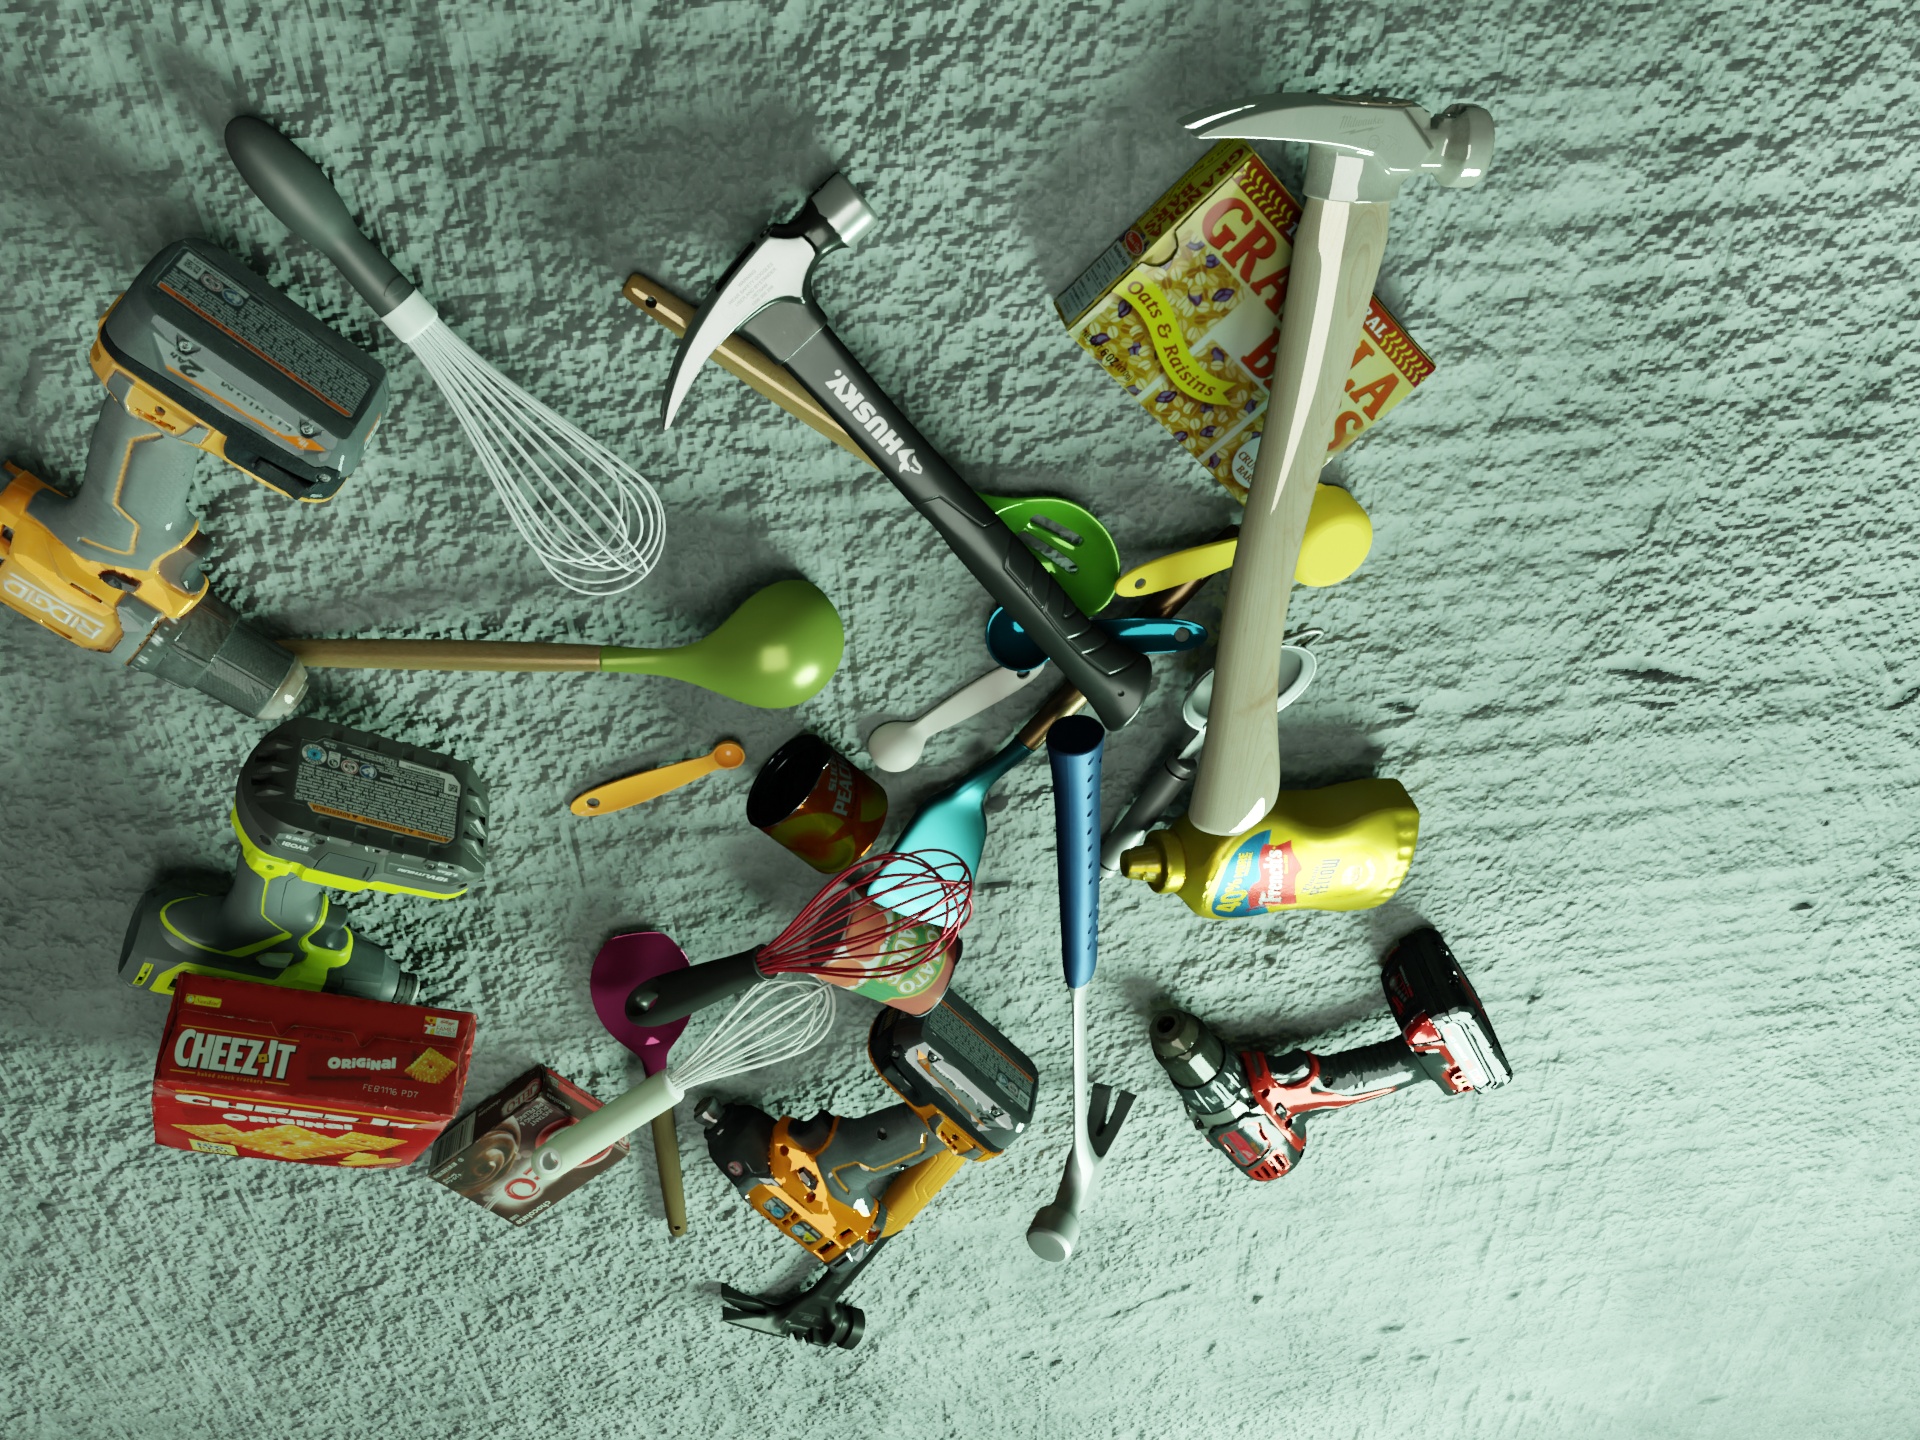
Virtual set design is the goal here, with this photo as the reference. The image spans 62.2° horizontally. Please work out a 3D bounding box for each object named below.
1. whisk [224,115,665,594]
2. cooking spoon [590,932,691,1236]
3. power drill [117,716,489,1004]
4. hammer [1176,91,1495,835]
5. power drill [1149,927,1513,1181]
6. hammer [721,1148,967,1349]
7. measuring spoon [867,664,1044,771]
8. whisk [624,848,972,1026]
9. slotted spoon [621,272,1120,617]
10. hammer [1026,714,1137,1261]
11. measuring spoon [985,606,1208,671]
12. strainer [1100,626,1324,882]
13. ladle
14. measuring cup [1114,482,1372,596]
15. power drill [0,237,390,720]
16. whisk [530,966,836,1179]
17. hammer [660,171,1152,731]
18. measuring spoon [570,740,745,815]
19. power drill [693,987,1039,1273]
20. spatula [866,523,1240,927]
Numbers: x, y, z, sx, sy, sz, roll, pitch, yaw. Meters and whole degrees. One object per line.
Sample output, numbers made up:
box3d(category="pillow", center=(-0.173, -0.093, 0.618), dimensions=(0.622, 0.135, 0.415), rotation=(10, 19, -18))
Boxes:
box3d(category="whisk", center=(-0.246, -0.174, 0.780), dimensions=(0.070, 0.070, 0.284), rotation=(-31, 120, 14))
box3d(category="cooking spoon", center=(-0.215, 0.266, 1.134), dimensions=(0.068, 0.017, 0.318), rotation=(-6, 127, -9))
box3d(category="power drill", center=(-0.373, 0.103, 0.935), dimensions=(0.171, 0.080, 0.223), rotation=(19, 134, -31))
box3d(category="hammer", center=(0.158, -0.113, 0.836), dimensions=(0.146, 0.038, 0.410), rotation=(-1, 122, -11))
box3d(category="power drill", center=(0.262, 0.238, 1.156), dimensions=(0.226, 0.080, 0.187), rotation=(-28, 125, 16))
box3d(category="hammer", center=(-0.058, 0.377, 1.232), dimensions=(0.127, 0.034, 0.336), rotation=(23, 120, -25))
box3d(category="measuring spoon", center=(-0.002, -0.003, 0.966), dimensions=(0.124, 0.018, 0.034), rotation=(-31, 125, 13))
box3d(category="whisk", center=(-0.106, 0.143, 0.980), dimensions=(0.296, 0.073, 0.073), rotation=(-24, 129, 33))
box3d(category="slotted spoon", center=(-0.041, -0.145, 0.849), dimensions=(0.313, 0.031, 0.070), rotation=(30, 109, -25))
box3d(category="hammer", center=(0.079, 0.172, 1.046), dimensions=(0.035, 0.144, 0.405), rotation=(12, 127, 21))
box3d(category="measuring spoon", center=(0.079, -0.050, 0.928), dimensions=(0.128, 0.021, 0.042), rotation=(0, 100, 5))
box3d(category="strainer", center=(0.140, 0.020, 0.993), dimensions=(0.086, 0.050, 0.258), rotation=(5, 133, -33))
box3d(category="ladle", center=(-0.226, -0.043, 0.894), dimensions=(0.320, 0.062, 0.078), rotation=(1, 129, -1))
box3d(category="measuring cup", center=(0.163, -0.089, 0.901), dimensions=(0.156, 0.029, 0.062), rotation=(-17, 132, -13))
box3d(category="power drill", center=(-0.372, -0.101, 0.785), dimensions=(0.185, 0.084, 0.226), rotation=(37, 123, -27))
box3d(category="whisk", center=(-0.190, 0.244, 1.085), dimensions=(0.246, 0.059, 0.058), rotation=(-32, 84, 5))
box3d(category="hammer", center=(-0.010, -0.109, 0.839), dimensions=(0.146, 0.035, 0.334), rotation=(-41, 117, 7))
box3d(category="measuring spoon", center=(-0.186, 0.035, 0.972), dimensions=(0.117, 0.011, 0.021), rotation=(-19, 127, 10))
box3d(category="power drill", center=(-0.074, 0.282, 1.123), dimensions=(0.164, 0.084, 0.226), rotation=(43, 116, -12))
box3d(category="spatula", center=(0.062, 0.004, 0.966), dimensions=(0.082, 0.044, 0.317), rotation=(26, 118, -38))
